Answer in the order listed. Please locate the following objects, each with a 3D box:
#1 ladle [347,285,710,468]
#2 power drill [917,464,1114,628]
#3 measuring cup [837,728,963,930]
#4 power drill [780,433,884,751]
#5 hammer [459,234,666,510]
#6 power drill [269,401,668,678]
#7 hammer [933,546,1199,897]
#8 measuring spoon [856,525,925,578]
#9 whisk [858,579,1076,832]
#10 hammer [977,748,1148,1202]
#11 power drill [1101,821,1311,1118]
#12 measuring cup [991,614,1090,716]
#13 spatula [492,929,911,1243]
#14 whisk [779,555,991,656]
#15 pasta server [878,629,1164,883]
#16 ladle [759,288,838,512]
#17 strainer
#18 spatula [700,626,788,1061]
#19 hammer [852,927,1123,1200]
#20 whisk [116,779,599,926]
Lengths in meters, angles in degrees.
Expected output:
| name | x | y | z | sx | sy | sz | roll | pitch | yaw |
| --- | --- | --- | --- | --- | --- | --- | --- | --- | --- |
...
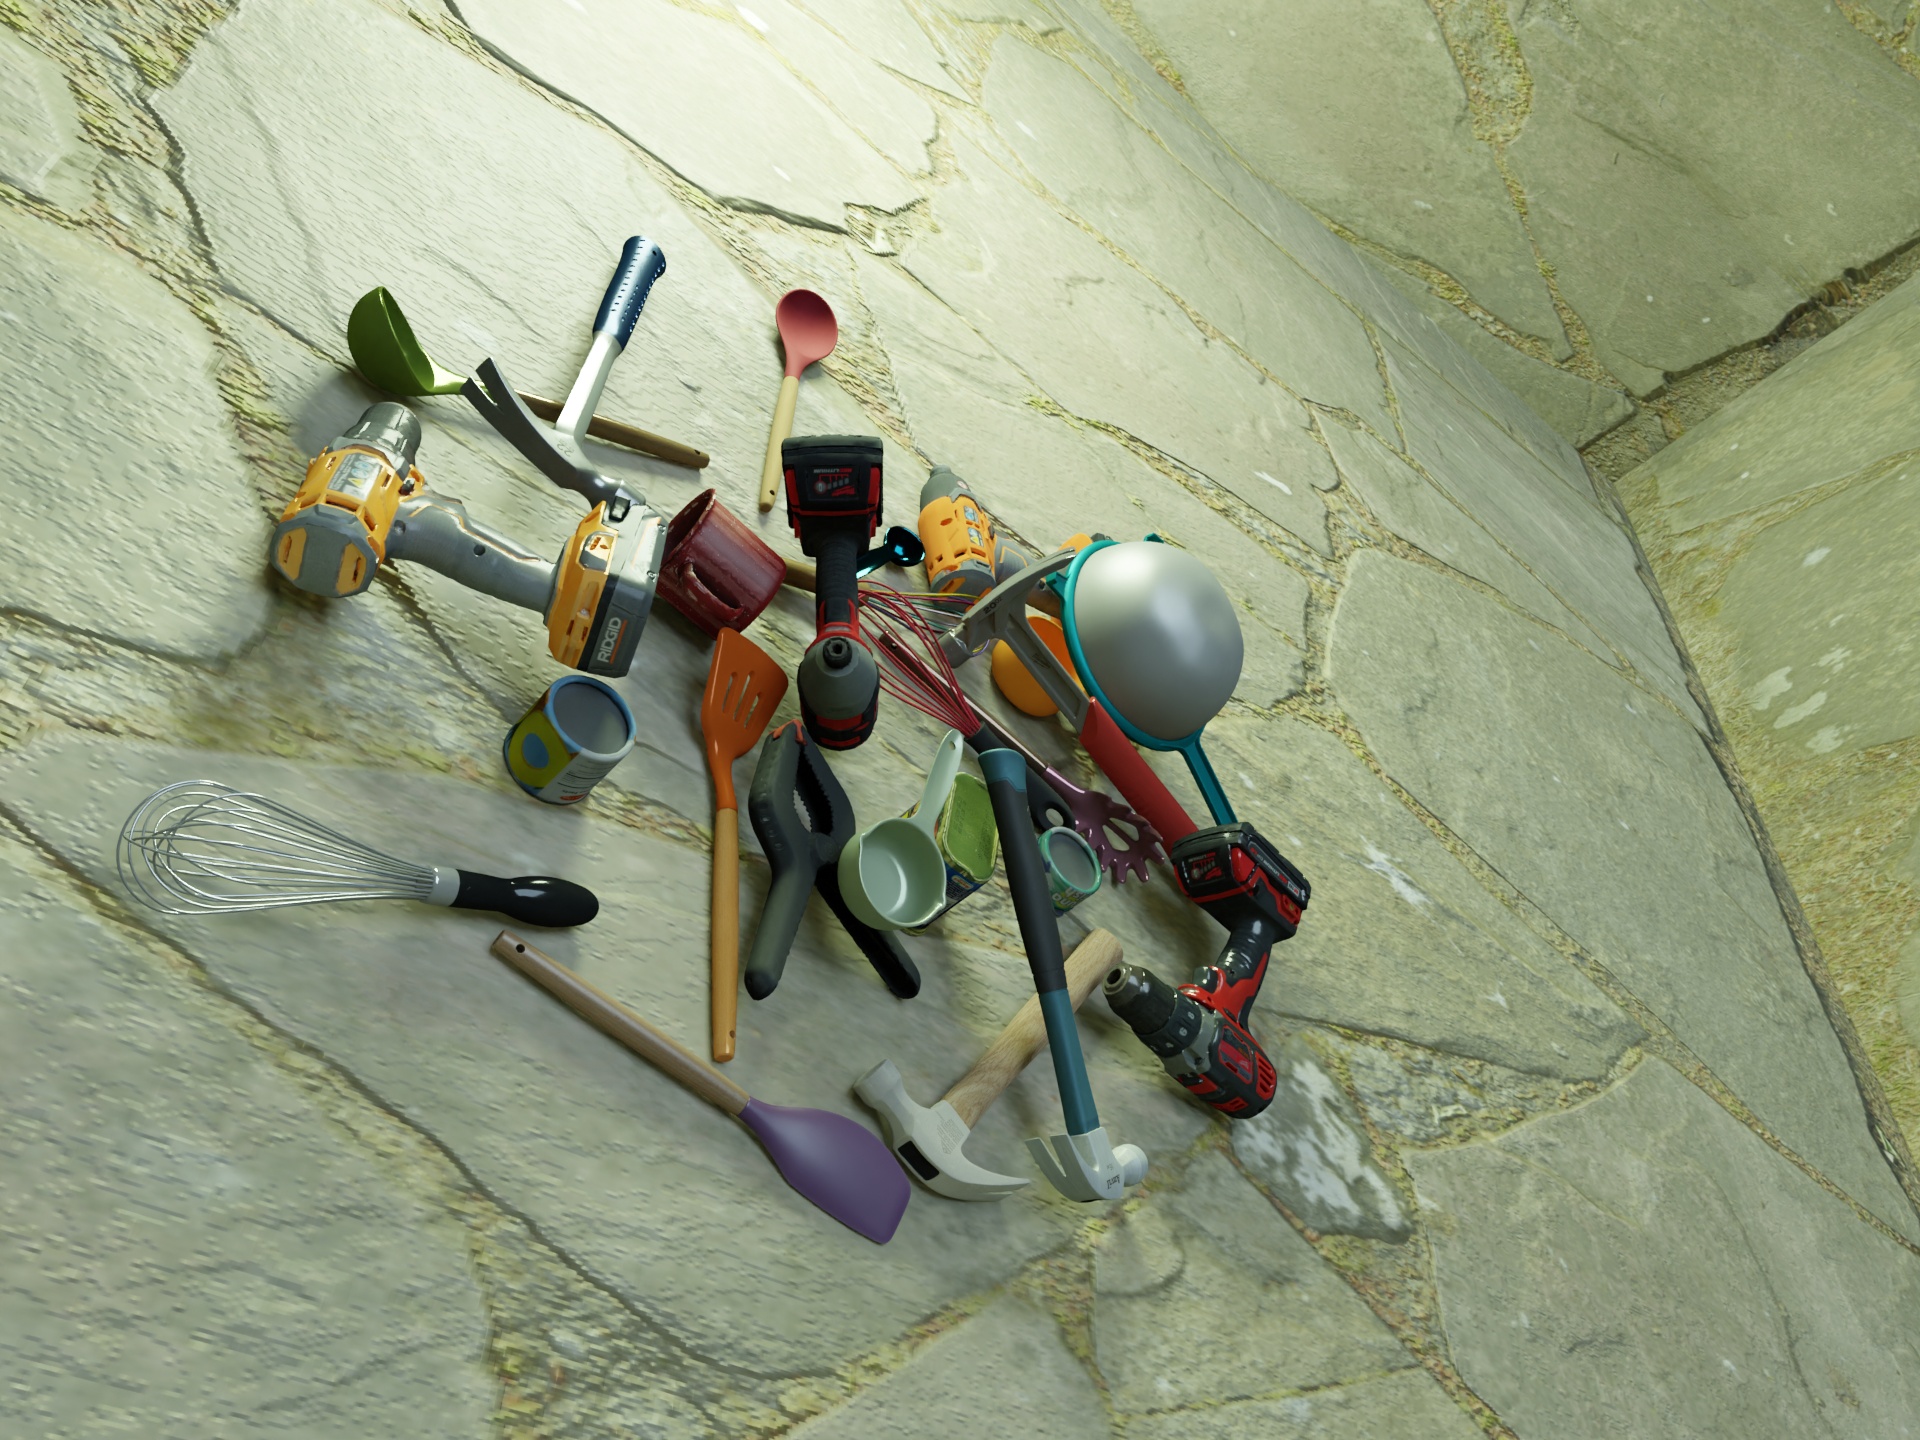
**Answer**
| name | x | y | z | sx | sy | sz | roll | pitch | yaw |
| --- | --- | --- | --- | --- | --- | --- | --- | --- | --- |
| ladle | -0.312 | -0.245 | 1.205 | 0.320 | 0.062 | 0.078 | 12 | 46 | -46 |
| power drill | 0.057 | -0.156 | 1.526 | 0.226 | 0.084 | 0.164 | 18 | 45 | -34 |
| measuring cup | -0.036 | 0.074 | 1.127 | 0.083 | 0.038 | 0.168 | 41 | 50 | -23 |
| power drill | -0.094 | -0.100 | 1.206 | 0.078 | 0.143 | 0.220 | -2 | 70 | -4 |
| hammer | -0.283 | -0.296 | 1.247 | 0.144 | 0.035 | 0.406 | 40 | 26 | -26 |
| power drill | -0.312 | -0.127 | 1.042 | 0.226 | 0.084 | 0.186 | 17 | 35 | -15 |
| hammer | 0.141 | 0.021 | 1.412 | 0.359 | 0.149 | 0.037 | 50 | 15 | -17 |
| measuring spoon | -0.080 | -0.139 | 1.412 | 0.042 | 0.021 | 0.128 | 52 | 43 | 7 |
| whisk | -0.002 | -0.004 | 1.336 | 0.295 | 0.073 | 0.073 | 47 | 34 | -15 |
| hammer | 0.064 | 0.182 | 1.152 | 0.128 | 0.033 | 0.331 | 5 | 70 | -62 |
| power drill | 0.205 | 0.195 | 1.330 | 0.187 | 0.080 | 0.227 | 41 | 49 | -26 |
| measuring cup | 0.095 | -0.013 | 1.460 | 0.173 | 0.052 | 0.095 | 53 | 34 | 0 |
| spatula | -0.153 | 0.221 | 0.979 | 0.315 | 0.018 | 0.060 | 39 | 54 | -17 |
| whisk | -0.065 | -0.106 | 1.370 | 0.244 | 0.047 | 0.051 | 15 | 38 | -36 |
| pasta server | 0.052 | 0.028 | 1.382 | 0.316 | 0.060 | 0.040 | 40 | 11 | -10 |
| ladle | -0.156 | -0.294 | 1.455 | 0.069 | 0.031 | 0.316 | 30 | 41 | -25 |
| strainer | 0.223 | -0.026 | 1.470 | 0.211 | 0.095 | 0.340 | -23 | 87 | -49 |
| spatula | -0.154 | 0.081 | 1.092 | 0.080 | 0.041 | 0.323 | 42 | 32 | -44 |
| hammer | 0.047 | 0.240 | 1.184 | 0.130 | 0.031 | 0.331 | 52 | 34 | 3 |
| whisk | -0.321 | 0.089 | 0.885 | 0.284 | 0.070 | 0.070 | 18 | 46 | -46 |
